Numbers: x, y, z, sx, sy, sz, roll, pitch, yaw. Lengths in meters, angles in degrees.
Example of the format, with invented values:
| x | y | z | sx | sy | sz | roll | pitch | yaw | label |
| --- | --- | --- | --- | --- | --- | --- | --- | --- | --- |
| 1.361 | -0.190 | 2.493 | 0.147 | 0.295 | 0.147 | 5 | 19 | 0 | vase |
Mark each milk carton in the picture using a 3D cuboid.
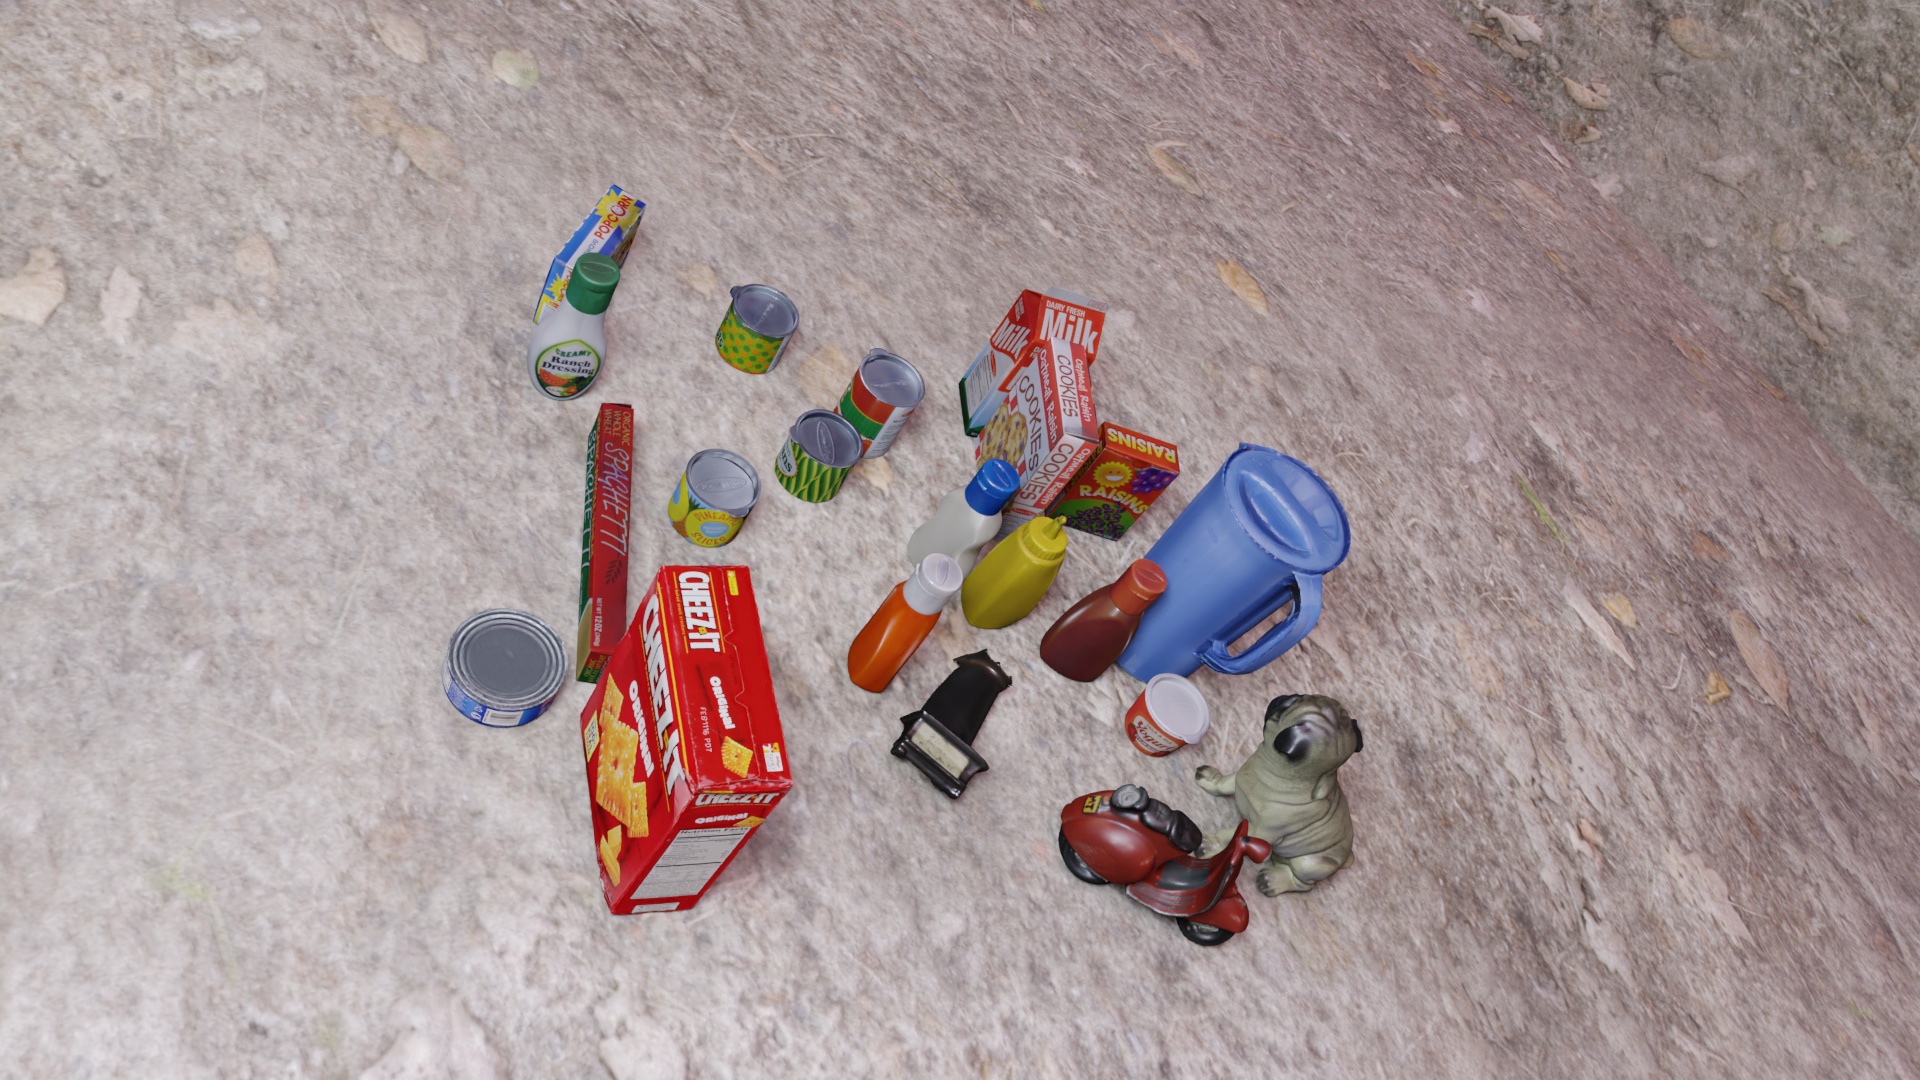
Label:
| x | y | z | sx | sy | sz | roll | pitch | yaw | label |
| --- | --- | --- | --- | --- | --- | --- | --- | --- | --- |
| 0.073 | -0.181 | 1.380 | 0.072 | 0.189 | 0.074 | 11 | 51 | -24 | milk carton |

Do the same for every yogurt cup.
| x | y | z | sx | sy | sz | roll | pitch | yaw | label |
| --- | --- | --- | --- | --- | --- | --- | --- | --- | --- |
| 0.187 | 0.163 | 1.275 | 0.072 | 0.053 | 0.073 | 16 | 49 | -20 | yogurt cup |

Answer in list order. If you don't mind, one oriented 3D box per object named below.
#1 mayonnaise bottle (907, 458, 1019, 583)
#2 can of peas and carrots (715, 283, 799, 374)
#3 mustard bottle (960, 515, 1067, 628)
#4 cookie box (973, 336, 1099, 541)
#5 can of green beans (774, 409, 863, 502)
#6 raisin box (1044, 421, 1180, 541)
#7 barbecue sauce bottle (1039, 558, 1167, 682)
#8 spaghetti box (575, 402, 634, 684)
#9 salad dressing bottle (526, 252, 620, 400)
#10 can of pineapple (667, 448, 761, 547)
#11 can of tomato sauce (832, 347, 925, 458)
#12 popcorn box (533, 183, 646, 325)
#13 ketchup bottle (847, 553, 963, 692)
| x | y | z | sx | sy | sz | roll | pitch | yaw | label |
| --- | --- | --- | --- | --- | --- | --- | --- | --- | --- |
| 0.004 | -0.016 | 1.239 | 0.041 | 0.147 | 0.065 | -18 | 67 | -39 | mayonnaise bottle |
| -0.197 | -0.202 | 1.327 | 0.071 | 0.058 | 0.071 | 16 | 49 | -20 | can of peas and carrots |
| 0.056 | 0.021 | 1.233 | 0.065 | 0.159 | 0.049 | 1 | 56 | -31 | mustard bottle |
| 0.070 | -0.094 | 1.327 | 0.040 | 0.166 | 0.123 | 13 | 50 | -23 | cookie box |
| -0.130 | -0.077 | 1.269 | 0.071 | 0.057 | 0.071 | 16 | 49 | -20 | can of green beans |
| 0.148 | -0.057 | 1.375 | 0.086 | 0.122 | 0.040 | 18 | 49 | -19 | raisin box |
| 0.131 | 0.071 | 1.247 | 0.065 | 0.147 | 0.044 | 26 | 46 | -11 | barbecue sauce bottle |
| -0.286 | -0.004 | 1.123 | 0.029 | 0.050 | 0.251 | 11 | 51 | -24 | spaghetti box |
| -0.324 | -0.180 | 1.170 | 0.064 | 0.147 | 0.044 | 7 | 53 | -27 | salad dressing bottle |
| -0.211 | -0.034 | 1.187 | 0.071 | 0.057 | 0.071 | 16 | 49 | -20 | can of pineapple |
| -0.082 | -0.129 | 1.322 | 0.071 | 0.082 | 0.071 | 16 | 49 | -20 | can of tomato sauce |
| -0.337 | -0.253 | 1.264 | 0.038 | 0.084 | 0.127 | 28 | 46 | -10 | popcorn box |
| -0.046 | 0.065 | 1.145 | 0.043 | 0.148 | 0.065 | 23 | 47 | -14 | ketchup bottle |
